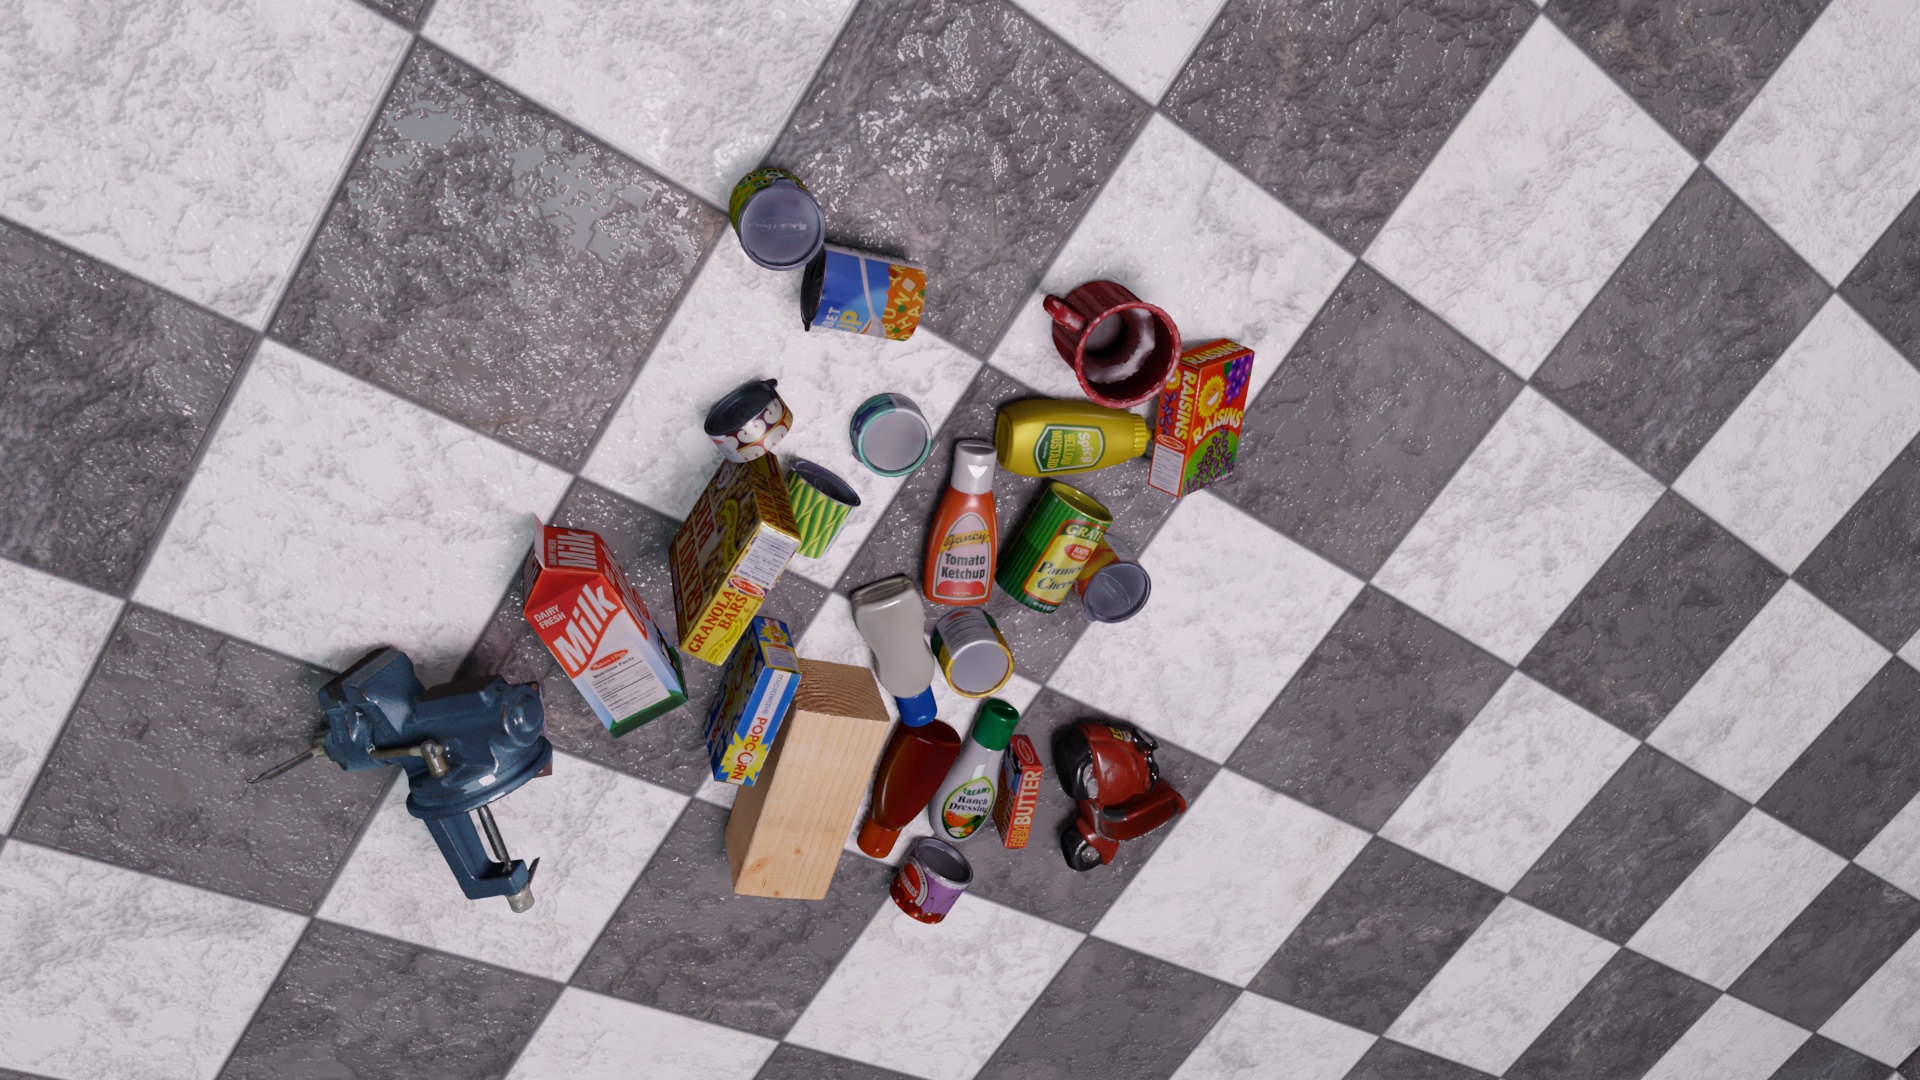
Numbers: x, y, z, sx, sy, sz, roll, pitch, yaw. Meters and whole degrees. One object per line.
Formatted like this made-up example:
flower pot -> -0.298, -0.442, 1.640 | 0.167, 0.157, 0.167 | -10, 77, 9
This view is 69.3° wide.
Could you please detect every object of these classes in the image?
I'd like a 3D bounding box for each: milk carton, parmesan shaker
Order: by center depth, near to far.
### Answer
milk carton -> -0.306, 0.066, 1.162 | 0.073, 0.072, 0.189 | -27, 123, -2
parmesan shaker -> 0.086, 0.007, 1.259 | 0.071, 0.071, 0.102 | 21, 109, -26

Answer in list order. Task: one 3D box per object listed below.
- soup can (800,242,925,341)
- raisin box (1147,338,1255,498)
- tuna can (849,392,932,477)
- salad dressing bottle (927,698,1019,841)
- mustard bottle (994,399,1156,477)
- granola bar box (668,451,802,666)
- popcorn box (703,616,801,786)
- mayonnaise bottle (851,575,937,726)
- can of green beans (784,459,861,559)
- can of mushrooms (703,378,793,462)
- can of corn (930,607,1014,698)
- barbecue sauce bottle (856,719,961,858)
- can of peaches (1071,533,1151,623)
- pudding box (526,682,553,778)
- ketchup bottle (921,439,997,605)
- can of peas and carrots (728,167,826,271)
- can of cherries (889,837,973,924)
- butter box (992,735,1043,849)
soup can -> -0.078, -0.193, 1.097 | 0.084, 0.071, 0.071 | 8, 115, -21
raisin box -> 0.213, -0.109, 1.233 | 0.086, 0.040, 0.122 | -21, 127, -41
tuna can -> -0.061, -0.087, 1.180 | 0.071, 0.033, 0.070 | -8, 119, -14
salad dressing bottle -> 0.015, 0.226, 1.366 | 0.064, 0.044, 0.147 | 12, 113, -26
mustard bottle -> 0.112, -0.092, 1.223 | 0.160, 0.049, 0.065 | -4, 122, -16
granola bar box -> -0.185, 0.004, 1.112 | 0.039, 0.166, 0.124 | 28, 107, -26
popcorn box -> -0.186, 0.142, 1.233 | 0.038, 0.085, 0.126 | 16, 111, -25
mayonnaise bottle -> -0.055, 0.106, 1.282 | 0.065, 0.041, 0.147 | -18, 122, -6
can of green beans -> -0.127, -0.026, 1.172 | 0.071, 0.071, 0.057 | 26, 107, -28
can of mushrooms -> -0.169, -0.097, 1.121 | 0.071, 0.071, 0.033 | -32, 123, 1
can of corn -> 0.012, 0.107, 1.293 | 0.071, 0.058, 0.070 | -7, 119, -13
barbecue sauce bottle -> -0.056, 0.242, 1.353 | 0.065, 0.044, 0.148 | 17, 112, -24
can of peaches -> 0.134, 0.036, 1.294 | 0.071, 0.058, 0.071 | -8, 120, -14
pudding box -> -0.388, 0.169, 1.215 | 0.050, 0.030, 0.083 | -7, 119, -13
ketchup bottle -> 0.004, -0.015, 1.233 | 0.065, 0.044, 0.148 | 2, 116, -12
can of peas and carrots -> -0.140, -0.247, 1.054 | 0.071, 0.059, 0.070 | -8, 119, -14
can of cherries -> -0.032, 0.343, 1.401 | 0.071, 0.072, 0.058 | 24, 109, -27
butter box -> 0.057, 0.252, 1.388 | 0.024, 0.053, 0.103 | 2, 117, -16
